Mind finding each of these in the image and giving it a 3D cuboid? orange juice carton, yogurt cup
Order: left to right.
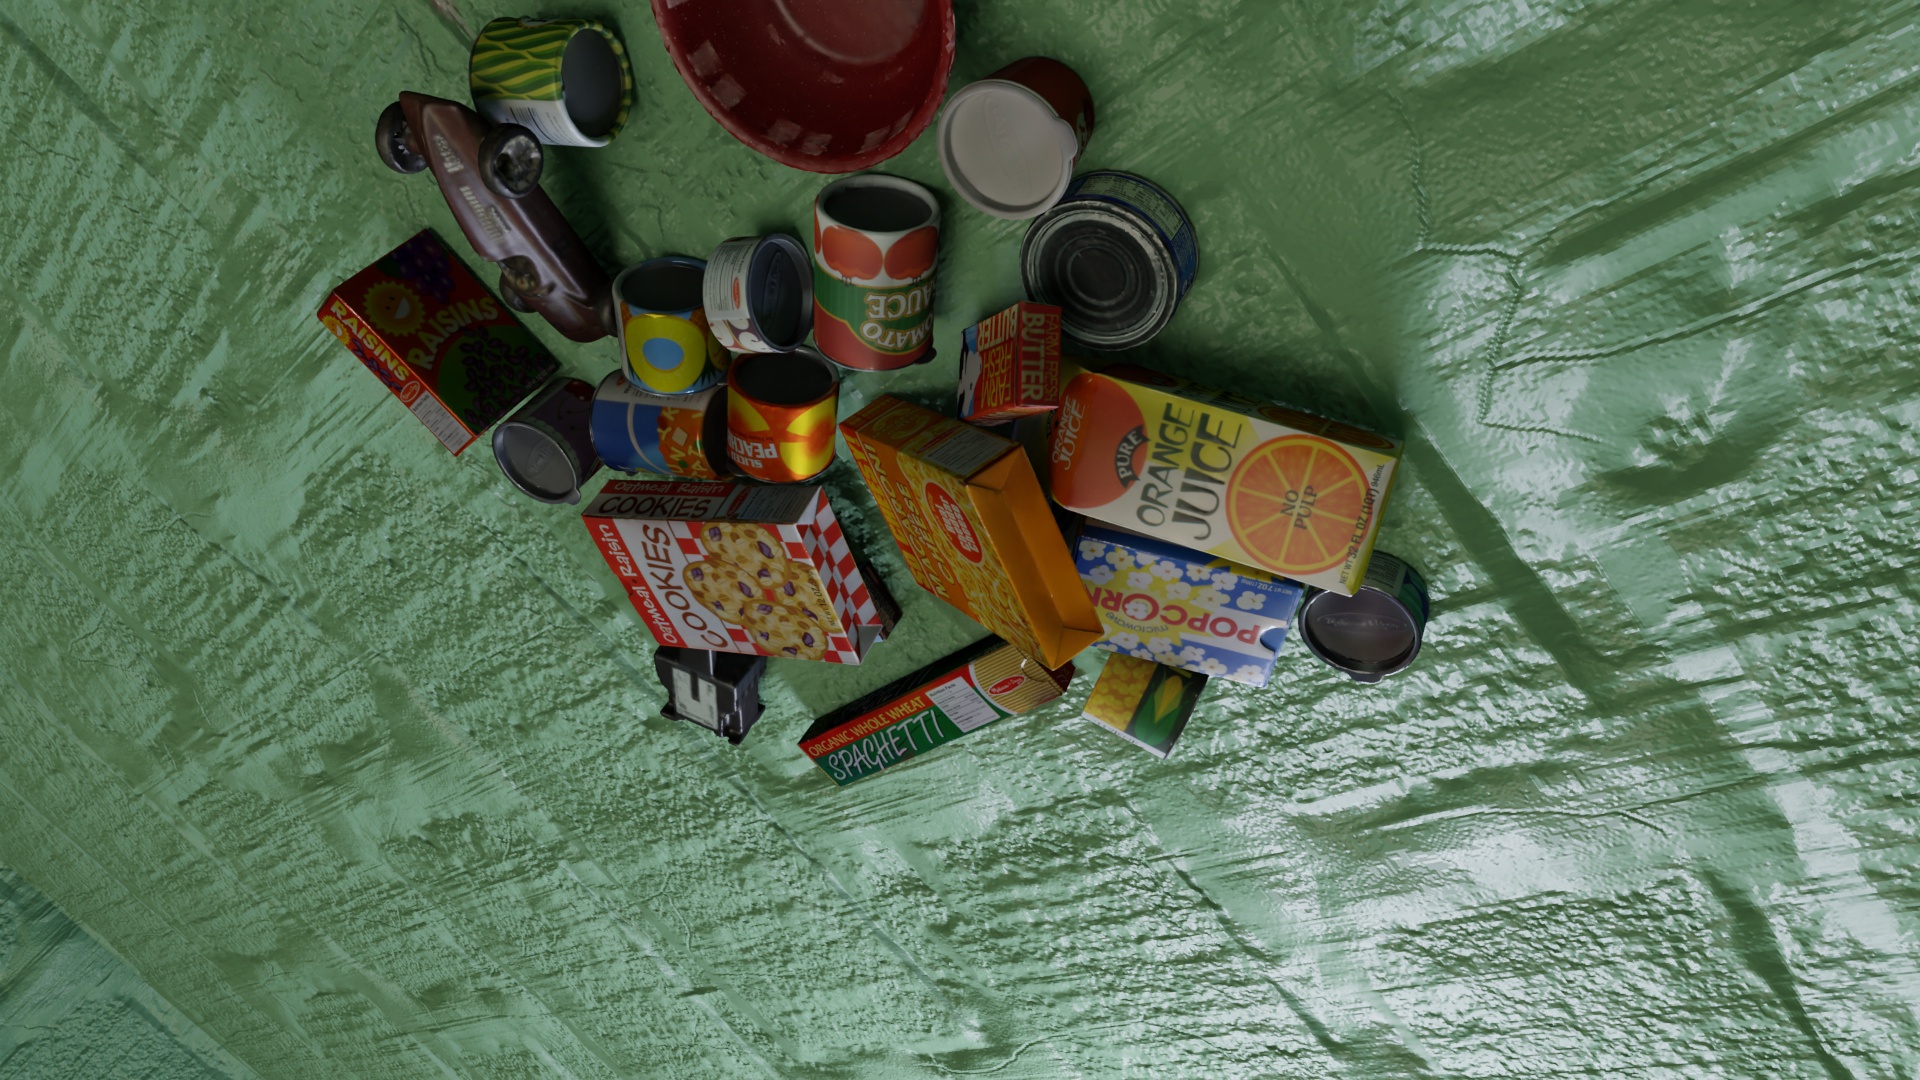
[{"bbox_3d":[0.029,-0.194,0.659,0.072,0.054,0.072,16,133,18],"label":"yogurt cup"},{"bbox_3d":[0.120,-0.040,0.709,0.193,0.073,0.071,18,106,16],"label":"orange juice carton"}]

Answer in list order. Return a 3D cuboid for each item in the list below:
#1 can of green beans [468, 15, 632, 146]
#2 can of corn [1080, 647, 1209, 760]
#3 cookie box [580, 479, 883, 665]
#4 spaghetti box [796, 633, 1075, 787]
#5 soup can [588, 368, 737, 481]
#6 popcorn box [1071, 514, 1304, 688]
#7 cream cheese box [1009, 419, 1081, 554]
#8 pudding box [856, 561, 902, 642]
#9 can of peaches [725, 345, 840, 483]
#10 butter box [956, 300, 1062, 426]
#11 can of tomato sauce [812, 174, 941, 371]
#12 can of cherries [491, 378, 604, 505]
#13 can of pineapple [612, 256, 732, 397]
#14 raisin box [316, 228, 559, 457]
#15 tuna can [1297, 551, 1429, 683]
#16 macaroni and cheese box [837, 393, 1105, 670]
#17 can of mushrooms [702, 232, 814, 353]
[{"bbox_3d":[-0.219,-0.247,0.748,0.058,0.071,0.071,9,130,22],"label":"can of green beans"},{"bbox_3d":[0.114,0.088,0.844,0.058,0.071,0.070,27,135,8],"label":"can of corn"},{"bbox_3d":[-0.148,0.020,0.899,0.167,0.040,0.122,3,134,27],"label":"cookie box"},{"bbox_3d":[-0.024,0.118,0.972,0.050,0.029,0.249,48,134,-14],"label":"spaghetti box"},{"bbox_3d":[-0.179,-0.071,0.874,0.084,0.072,0.071,7,130,24],"label":"soup can"},{"bbox_3d":[0.123,0.030,0.791,0.127,0.038,0.084,13,133,5],"label":"popcorn box"},{"bbox_3d":[0.051,-0.032,0.805,0.053,0.024,0.103,23,134,12],"label":"cream cheese box"},{"bbox_3d":[-0.087,0.047,0.947,0.083,0.030,0.049,-12,119,36],"label":"pudding box"},{"bbox_3d":[-0.107,-0.075,0.826,0.071,0.071,0.057,21,133,13],"label":"can of peaches"},{"bbox_3d":[0.024,-0.089,0.719,0.024,0.053,0.103,3,179,-17],"label":"butter box"},{"bbox_3d":[-0.044,-0.141,0.736,0.071,0.071,0.082,19,133,15],"label":"can of tomato sauce"},{"bbox_3d":[-0.269,-0.065,0.936,0.071,0.059,0.071,15,132,18],"label":"can of cherries"},{"bbox_3d":[-0.168,-0.127,0.822,0.071,0.071,0.057,18,133,16],"label":"can of pineapple"},{"bbox_3d":[-0.337,-0.129,0.901,0.123,0.086,0.040,48,138,-14],"label":"raisin box"},{"bbox_3d":[0.222,0.042,0.764,0.071,0.033,0.070,16,133,18],"label":"tuna can"},{"bbox_3d":[0.003,-0.010,0.781,0.166,0.040,0.123,29,148,59],"label":"macaroni and cheese box"},{"bbox_3d":[-0.111,-0.137,0.781,0.033,0.071,0.070,2,127,28],"label":"can of mushrooms"}]
